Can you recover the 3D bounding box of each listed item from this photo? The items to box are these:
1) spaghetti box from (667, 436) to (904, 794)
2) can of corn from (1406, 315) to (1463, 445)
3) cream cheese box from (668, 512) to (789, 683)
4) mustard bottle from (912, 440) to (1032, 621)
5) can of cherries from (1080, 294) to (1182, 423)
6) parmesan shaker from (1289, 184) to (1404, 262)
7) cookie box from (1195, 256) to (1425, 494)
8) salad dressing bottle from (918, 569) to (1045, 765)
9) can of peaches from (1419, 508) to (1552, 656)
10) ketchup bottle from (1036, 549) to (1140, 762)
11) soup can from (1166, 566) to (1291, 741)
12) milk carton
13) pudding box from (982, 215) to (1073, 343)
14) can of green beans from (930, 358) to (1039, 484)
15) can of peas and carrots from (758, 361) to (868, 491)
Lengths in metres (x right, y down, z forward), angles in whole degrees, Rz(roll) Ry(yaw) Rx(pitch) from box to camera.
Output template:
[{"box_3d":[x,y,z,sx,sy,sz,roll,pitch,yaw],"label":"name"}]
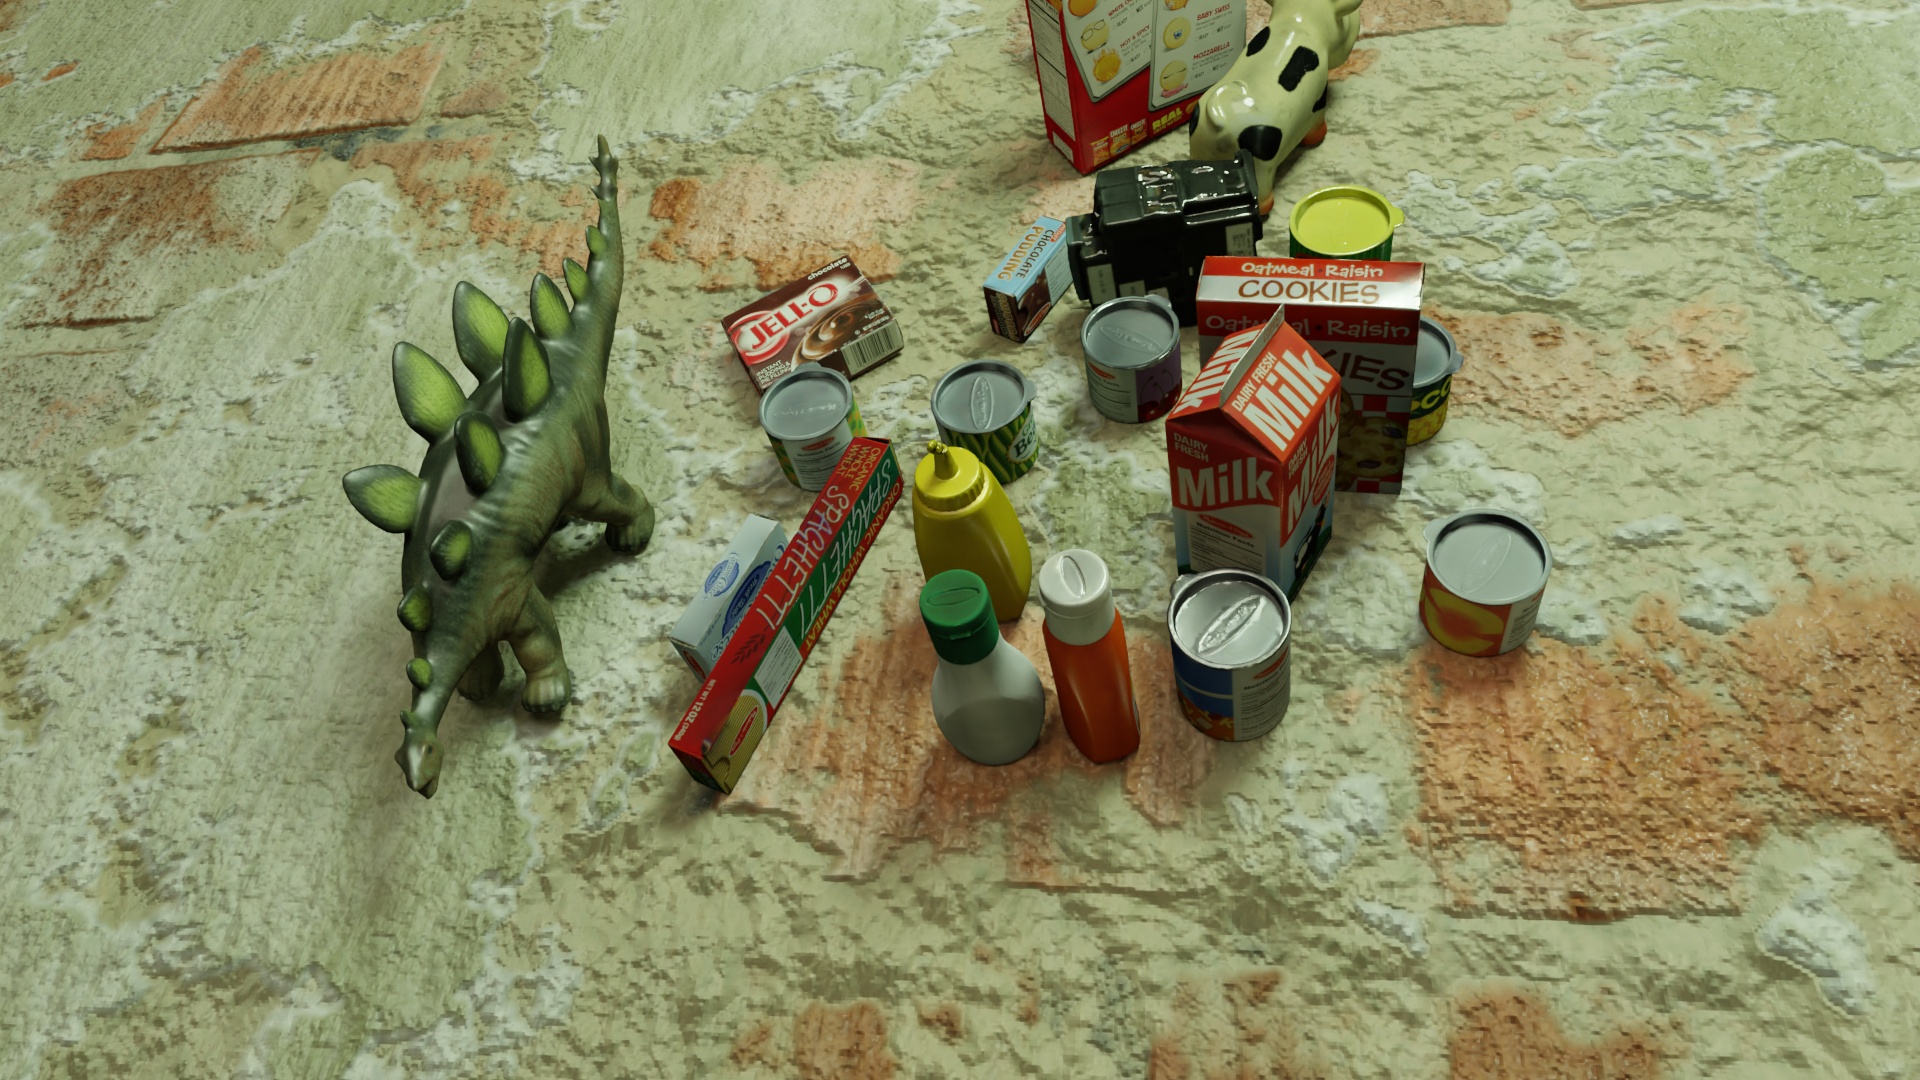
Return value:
[{"box_3d":[-0.103,0.040,0.878,0.029,0.050,0.251,15,58,22],"label":"spaghetti box"},{"box_3d":[0.284,-0.102,0.894,0.071,0.058,0.071,-6,53,8],"label":"can of corn"},{"box_3d":[-0.143,0.038,0.886,0.024,0.053,0.104,16,59,23],"label":"cream cheese box"},{"box_3d":[0.003,-0.010,0.823,0.065,0.159,0.049,0,54,13],"label":"mustard bottle"},{"box_3d":[0.120,-0.124,0.946,0.071,0.058,0.072,-6,53,8],"label":"can of cherries"},{"box_3d":[0.256,-0.176,0.927,0.071,0.102,0.071,-6,53,8],"label":"parmesan shaker"},{"box_3d":[0.209,-0.097,0.838,0.123,0.166,0.040,5,55,16],"label":"cookie box"},{"box_3d":[0.010,0.072,0.767,0.064,0.147,0.044,-12,52,4],"label":"salad dressing bottle"},{"box_3d":[0.297,0.023,0.796,0.071,0.057,0.071,-6,53,8],"label":"can of peaches"},{"box_3d":[0.069,0.062,0.761,0.043,0.148,0.065,-19,52,-2],"label":"ketchup bottle"},{"box_3d":[0.151,0.063,0.782,0.071,0.083,0.072,-6,53,8],"label":"soup can"},{"box_3d":[0.167,-0.046,0.793,0.073,0.189,0.072,24,62,27],"label":"milk carton"},{"box_3d":[0.053,-0.192,1.018,0.030,0.049,0.084,23,62,27],"label":"pudding box"},{"box_3d":[0.018,-0.079,0.935,0.071,0.057,0.071,-6,53,8],"label":"can of green beans"},{"box_3d":[-0.100,-0.078,0.961,0.071,0.058,0.071,-6,53,8],"label":"can of peas and carrots"}]
